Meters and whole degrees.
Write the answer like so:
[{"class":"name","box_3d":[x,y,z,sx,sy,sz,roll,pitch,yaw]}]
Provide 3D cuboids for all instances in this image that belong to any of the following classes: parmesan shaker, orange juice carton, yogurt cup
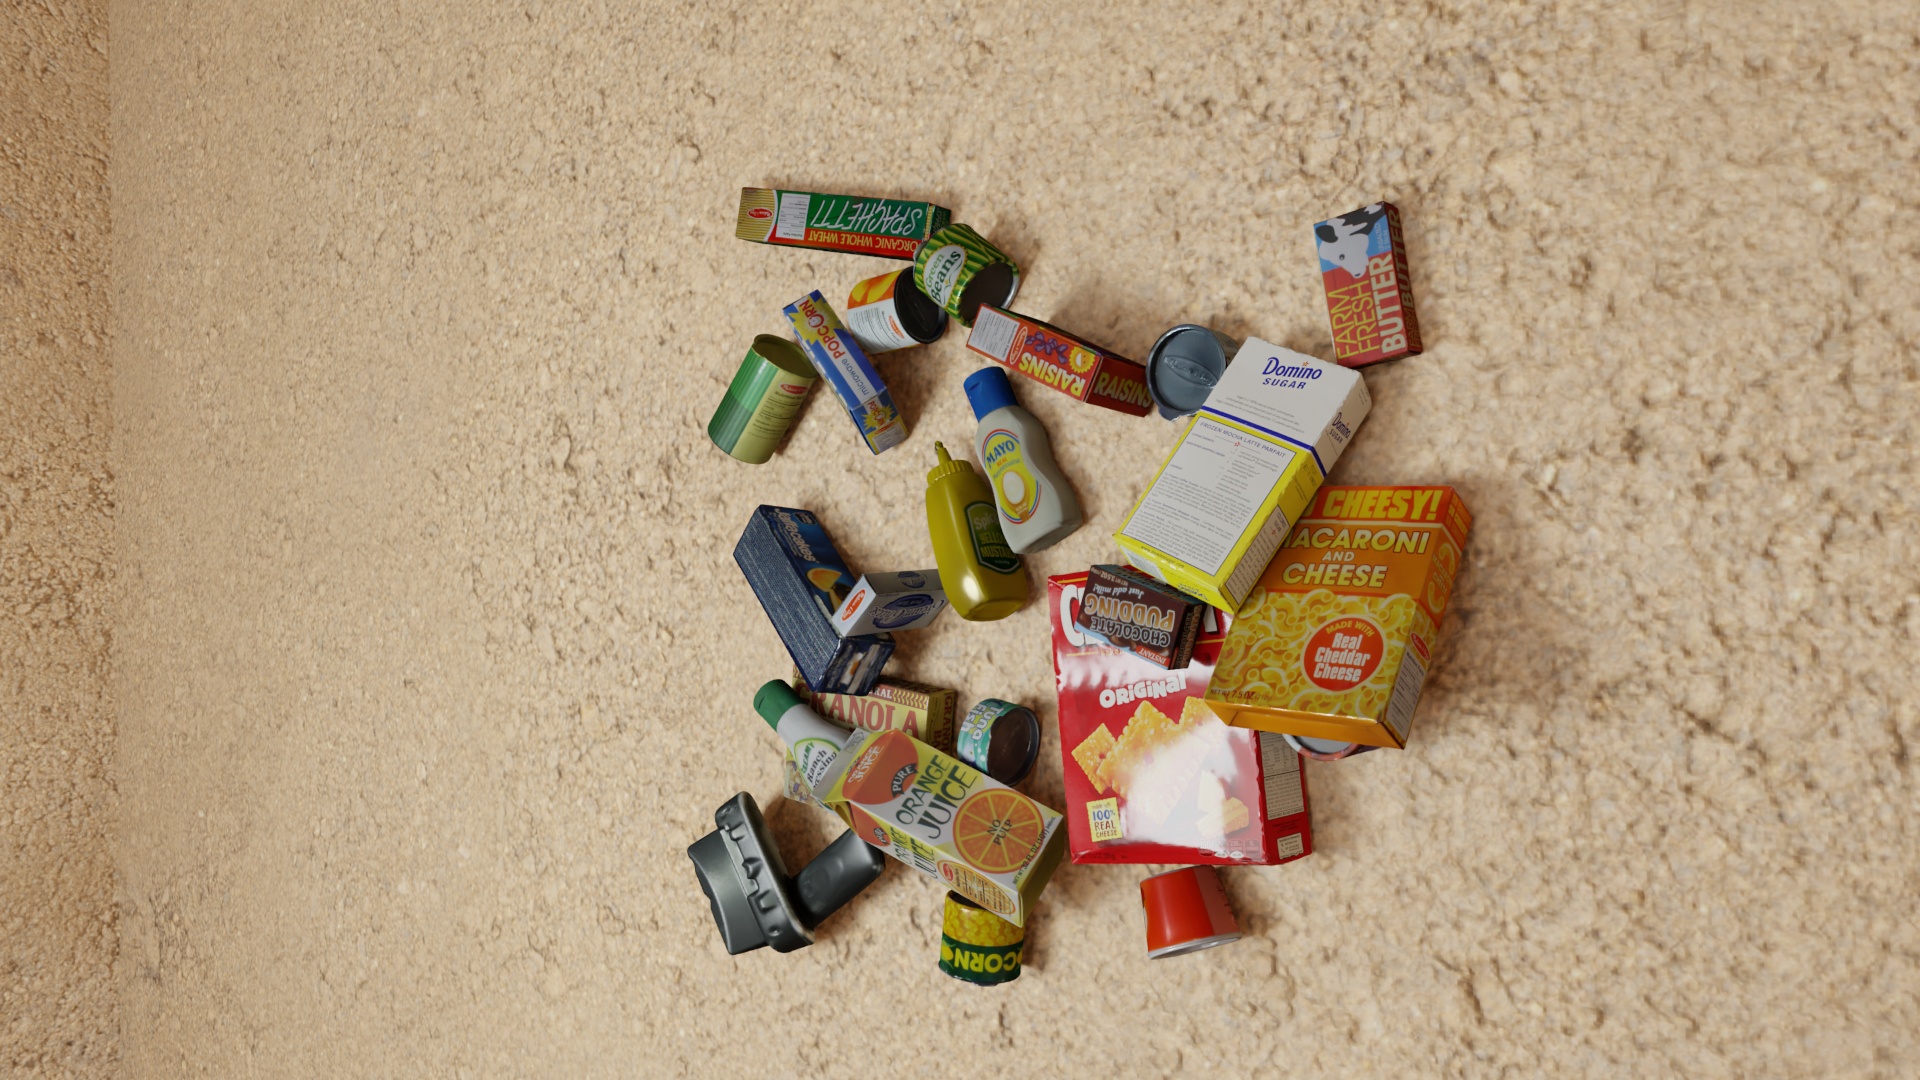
[{"class":"parmesan shaker","box_3d":[-0.185,-0.130,1.277,0.071,0.071,0.102,50,119,29]},{"class":"orange juice carton","box_3d":[-0.019,0.214,1.079,0.193,0.072,0.072,25,149,19]},{"class":"yogurt cup","box_3d":[0.160,0.263,0.985,0.072,0.072,0.054,-29,63,37]}]

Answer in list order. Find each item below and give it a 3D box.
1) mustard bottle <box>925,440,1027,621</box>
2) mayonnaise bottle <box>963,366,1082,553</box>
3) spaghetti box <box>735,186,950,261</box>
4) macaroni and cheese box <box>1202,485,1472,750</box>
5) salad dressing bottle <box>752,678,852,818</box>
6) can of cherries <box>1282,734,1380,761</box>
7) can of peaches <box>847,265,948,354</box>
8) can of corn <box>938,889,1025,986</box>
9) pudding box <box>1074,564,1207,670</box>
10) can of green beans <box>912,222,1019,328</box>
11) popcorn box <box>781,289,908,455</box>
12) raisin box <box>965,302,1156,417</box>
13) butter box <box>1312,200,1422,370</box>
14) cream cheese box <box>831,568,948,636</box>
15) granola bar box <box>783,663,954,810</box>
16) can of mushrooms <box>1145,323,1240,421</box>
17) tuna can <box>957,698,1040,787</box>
[{"class":"mustard bottle","box_3d":[0.004,-0.014,1.122,0.048,0.065,0.160,-37,63,39]},{"class":"mayonnaise bottle","box_3d":[0.043,-0.066,1.101,0.064,0.041,0.148,-35,68,37]},{"class":"spaghetti box","box_3d":[-0.110,-0.283,1.243,0.250,0.029,0.050,16,100,39]},{"class":"macaroni and cheese box","box_3d":[0.239,0.044,0.880,0.123,0.040,0.167,2,57,43]},{"class":"salad dressing bottle","box_3d":[-0.122,0.176,1.185,0.148,0.044,0.064,40,116,34]},{"class":"can of cherries","box_3d":[0.251,0.108,0.912,0.071,0.058,0.071,0,90,41]},{"class":"can of peaches","box_3d":[-0.052,-0.194,1.171,0.058,0.071,0.071,-7,85,41]},{"class":"can of corn","box_3d":[0.018,0.312,1.099,0.071,0.071,0.058,8,95,40]},{"class":"pudding box","box_3d":[0.122,0.052,0.949,0.084,0.030,0.049,24,104,40]},{"class":"can of green beans","box_3d":[0.005,-0.213,1.120,0.058,0.071,0.071,44,117,31]},{"class":"popcorn box","box_3d":[-0.098,-0.144,1.192,0.038,0.085,0.127,-33,64,-3]},{"class":"raisin box","box_3d":[0.078,-0.136,1.044,0.123,0.086,0.040,31,105,36]},{"class":"butter box","box_3d":[0.270,-0.167,0.922,0.053,0.024,0.103,-14,80,40]},{"class":"cream cheese box","box_3d":[-0.053,0.050,1.141,0.053,0.104,0.024,-51,61,29]},{"class":"granola bar box","box_3d":[-0.081,0.178,1.205,0.165,0.039,0.124,8,95,40]},{"class":"can of mushrooms","box_3d":[0.169,-0.119,1.001,0.071,0.033,0.071,0,89,40]},{"class":"tuna can","box_3d":[0.029,0.158,1.092,0.033,0.071,0.071,12,97,40]}]
